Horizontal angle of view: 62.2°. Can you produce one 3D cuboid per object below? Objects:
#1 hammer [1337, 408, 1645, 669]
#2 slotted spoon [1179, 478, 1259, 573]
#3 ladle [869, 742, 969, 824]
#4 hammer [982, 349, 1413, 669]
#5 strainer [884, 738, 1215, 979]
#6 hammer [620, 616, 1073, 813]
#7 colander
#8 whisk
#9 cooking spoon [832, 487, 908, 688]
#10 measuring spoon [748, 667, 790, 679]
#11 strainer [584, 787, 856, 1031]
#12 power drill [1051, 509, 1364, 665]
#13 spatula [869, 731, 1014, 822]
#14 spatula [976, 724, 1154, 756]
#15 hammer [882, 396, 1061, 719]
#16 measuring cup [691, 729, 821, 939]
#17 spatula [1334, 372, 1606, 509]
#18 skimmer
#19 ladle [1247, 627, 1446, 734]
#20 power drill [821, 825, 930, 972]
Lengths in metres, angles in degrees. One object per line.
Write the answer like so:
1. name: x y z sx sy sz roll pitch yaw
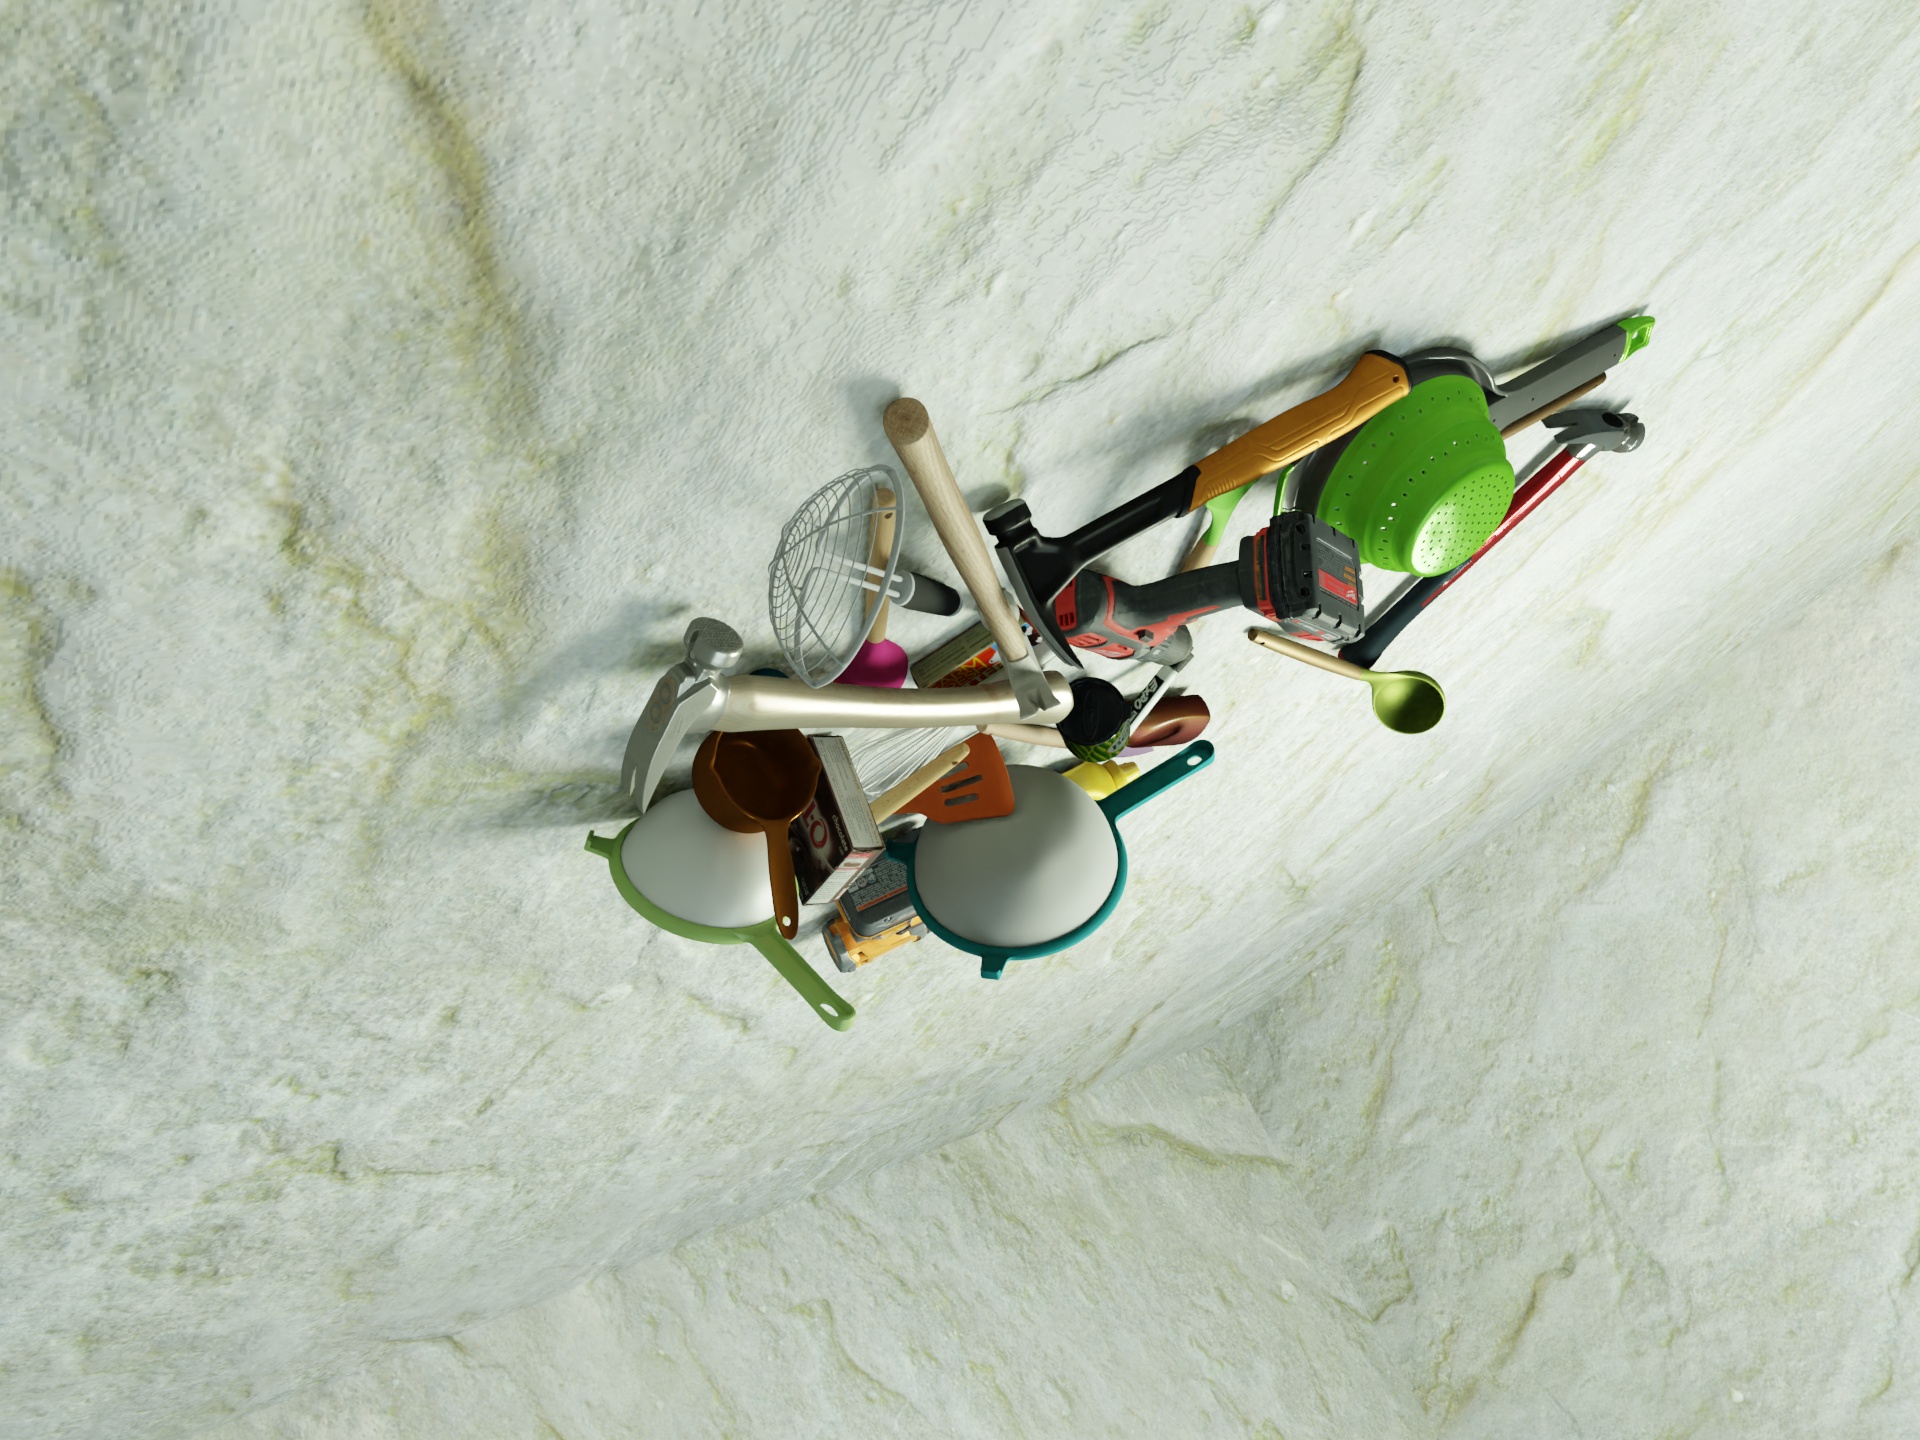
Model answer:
1. hammer: 0.499 -0.168 1.589 0.143 0.038 0.386 -8 151 -39
2. slotted spoon: 0.197 -0.136 1.311 0.070 0.031 0.313 -29 162 -21
3. ladle: -0.105 0.103 1.358 0.315 0.031 0.069 -37 147 30
4. hammer: 0.185 -0.167 1.138 0.337 0.127 0.034 -30 -165 -11
5. strainer: 0.102 0.082 1.501 0.340 0.211 0.095 -29 139 -16
6. hammer: -0.063 -0.003 1.192 0.410 0.038 0.146 -1 131 -47
7. colander: 0.433 -0.219 1.271 0.397 0.095 0.204 -29 143 -16
8. whisk: -0.002 -0.004 1.340 0.246 0.057 0.059 -37 -168 10
9. cooking spoon: -0.061 -0.074 1.147 0.069 0.017 0.318 -23 158 -15
10. measuring spoon: -0.117 -0.025 1.183 0.042 0.021 0.128 -38 157 31
11. strainer: -0.156 0.128 1.198 0.151 0.257 0.069 -13 134 -45
12. power drill: 0.199 -0.089 1.251 0.227 0.080 0.187 -9 166 35
13. spatula: -0.110 0.087 1.407 0.322 0.081 0.041 -14 171 -20
14. spatula: 0.105 0.019 1.550 0.060 0.018 0.315 -12 168 32
15. hammer: 0.010 -0.103 1.069 0.031 0.130 0.331 -24 150 4
16. measuring cup: -0.150 0.081 1.180 0.095 0.174 0.052 1 163 -37
17. spatula: 0.424 -0.240 1.361 0.317 0.044 0.082 -28 158 -15
18. skimmer: -0.030 -0.078 0.994 0.363 0.090 0.127 3 107 -74
19. ladle: 0.400 -0.044 1.651 0.320 0.062 0.078 14 143 -43
20. power drill: -0.051 0.183 1.654 0.185 0.084 0.226 -23 162 -14
